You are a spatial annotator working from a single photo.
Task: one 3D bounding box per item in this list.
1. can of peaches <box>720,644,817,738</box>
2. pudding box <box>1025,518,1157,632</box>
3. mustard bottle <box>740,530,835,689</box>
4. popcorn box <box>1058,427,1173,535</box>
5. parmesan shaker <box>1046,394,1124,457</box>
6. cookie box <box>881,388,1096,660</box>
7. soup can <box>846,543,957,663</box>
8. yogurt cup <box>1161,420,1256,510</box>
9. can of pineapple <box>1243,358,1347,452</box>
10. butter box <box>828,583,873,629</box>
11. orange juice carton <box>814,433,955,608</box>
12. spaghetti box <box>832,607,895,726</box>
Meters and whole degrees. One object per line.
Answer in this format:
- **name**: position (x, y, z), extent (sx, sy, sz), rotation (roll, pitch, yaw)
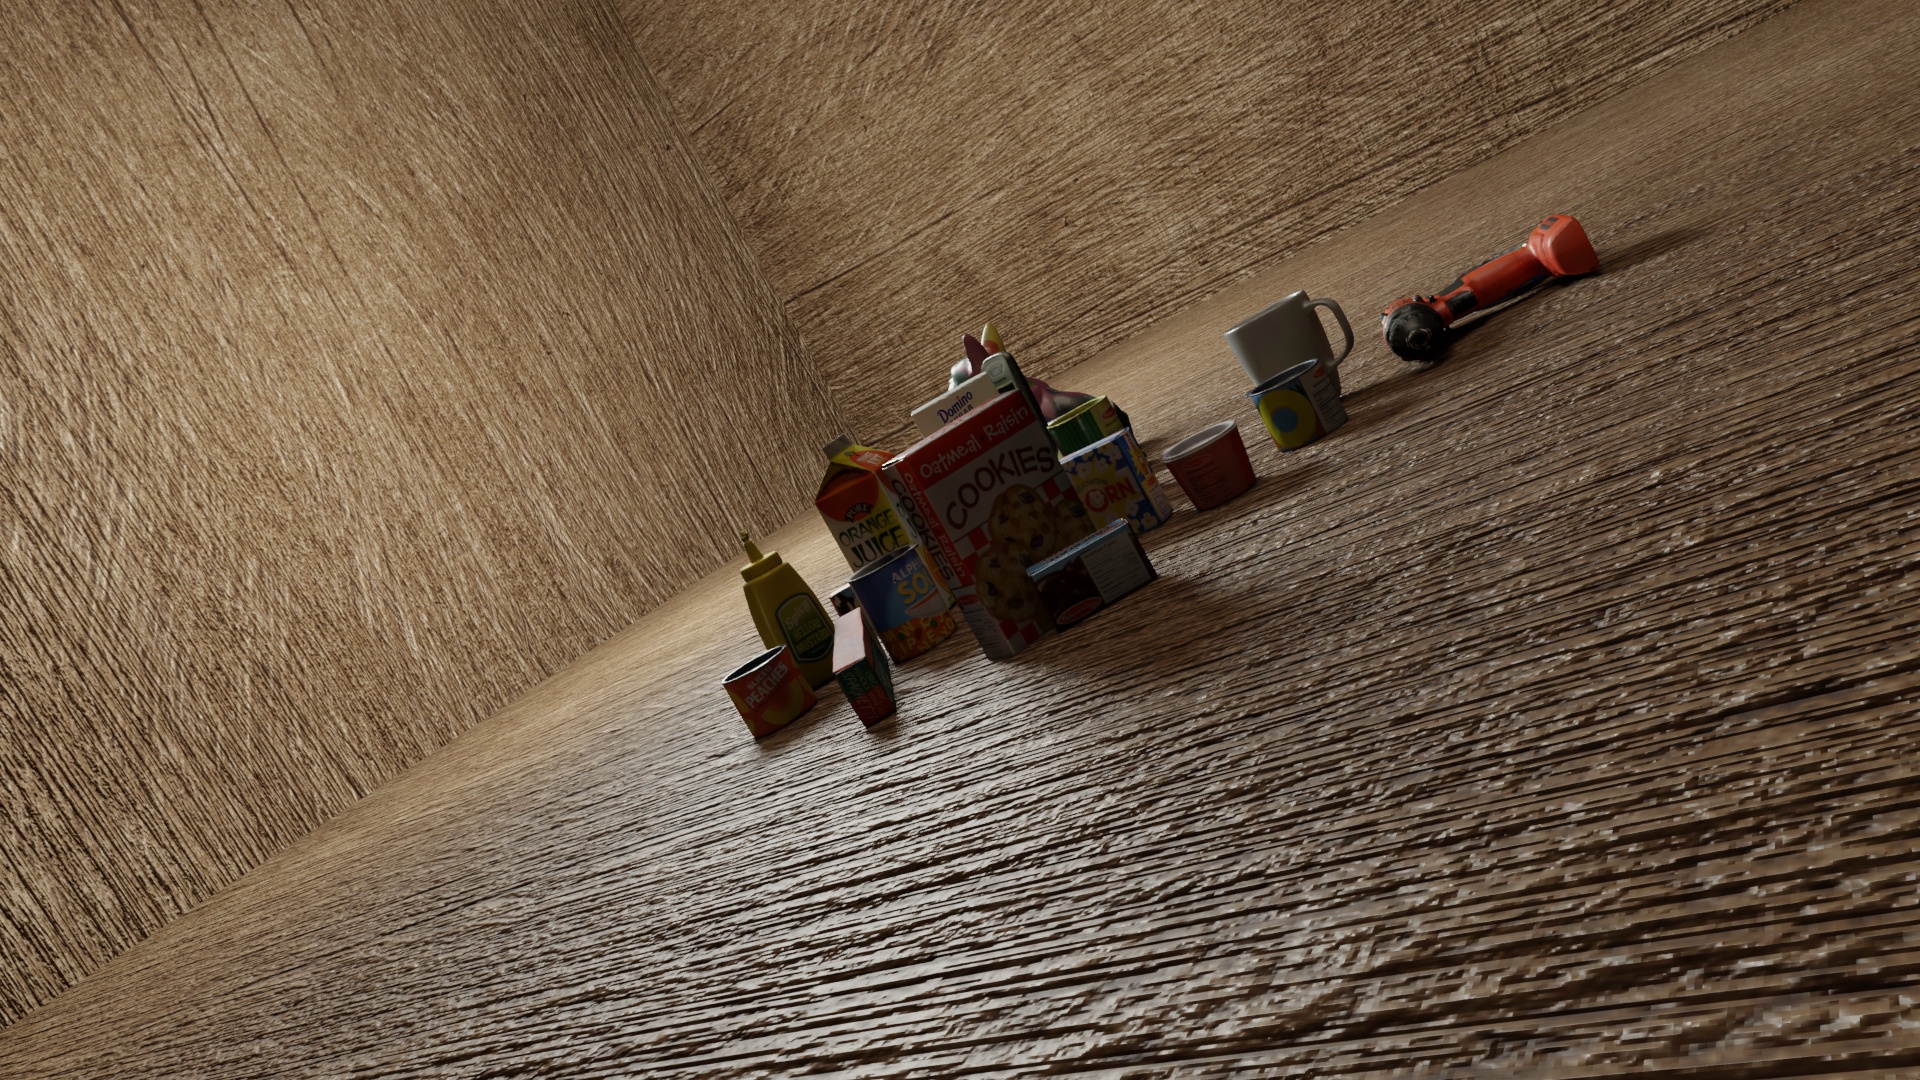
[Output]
- **can of peaches**: position (-0.168, 0.133, 1.222), extent (0.071, 0.058, 0.071), rotation (-28, 7, 4)
- **pudding box**: position (0.094, 0.024, 1.011), extent (0.084, 0.049, 0.030), rotation (-29, 7, -2)
- **mustard bottle**: position (-0.165, 0.062, 1.294), extent (0.065, 0.160, 0.048), rotation (-33, 8, -31)
- **popcorn box**: position (0.110, -0.034, 1.211), extent (0.126, 0.085, 0.038), rotation (-24, 8, 32)
- **parmesan shaker**: position (0.136, -0.080, 1.349), extent (0.071, 0.103, 0.071), rotation (-29, 7, 4)
- **cookie box**: position (0.032, -0.014, 1.046), extent (0.123, 0.167, 0.040), rotation (-34, 8, -33)
- **soup can**: position (-0.048, 0.054, 1.209), extent (0.071, 0.083, 0.071), rotation (-29, 7, 4)
- **yogurt cup**: position (0.207, -0.060, 1.144), extent (0.072, 0.054, 0.072), rotation (-28, 7, 4)
- **can of pineapple**: position (0.290, -0.116, 1.195), extent (0.071, 0.058, 0.071), rotation (-28, 7, 4)
- **butter box**: position (-0.080, 0.054, 1.442), extent (0.104, 0.053, 0.024), rotation (-31, 7, -14)
- **orange juice carton**: position (-0.076, -0.013, 1.340), extent (0.073, 0.192, 0.072), rotation (-26, 7, 20)
- **spaghetti box**: position (-0.082, 0.101, 1.152), extent (0.029, 0.050, 0.250), rotation (-29, 7, -2)
